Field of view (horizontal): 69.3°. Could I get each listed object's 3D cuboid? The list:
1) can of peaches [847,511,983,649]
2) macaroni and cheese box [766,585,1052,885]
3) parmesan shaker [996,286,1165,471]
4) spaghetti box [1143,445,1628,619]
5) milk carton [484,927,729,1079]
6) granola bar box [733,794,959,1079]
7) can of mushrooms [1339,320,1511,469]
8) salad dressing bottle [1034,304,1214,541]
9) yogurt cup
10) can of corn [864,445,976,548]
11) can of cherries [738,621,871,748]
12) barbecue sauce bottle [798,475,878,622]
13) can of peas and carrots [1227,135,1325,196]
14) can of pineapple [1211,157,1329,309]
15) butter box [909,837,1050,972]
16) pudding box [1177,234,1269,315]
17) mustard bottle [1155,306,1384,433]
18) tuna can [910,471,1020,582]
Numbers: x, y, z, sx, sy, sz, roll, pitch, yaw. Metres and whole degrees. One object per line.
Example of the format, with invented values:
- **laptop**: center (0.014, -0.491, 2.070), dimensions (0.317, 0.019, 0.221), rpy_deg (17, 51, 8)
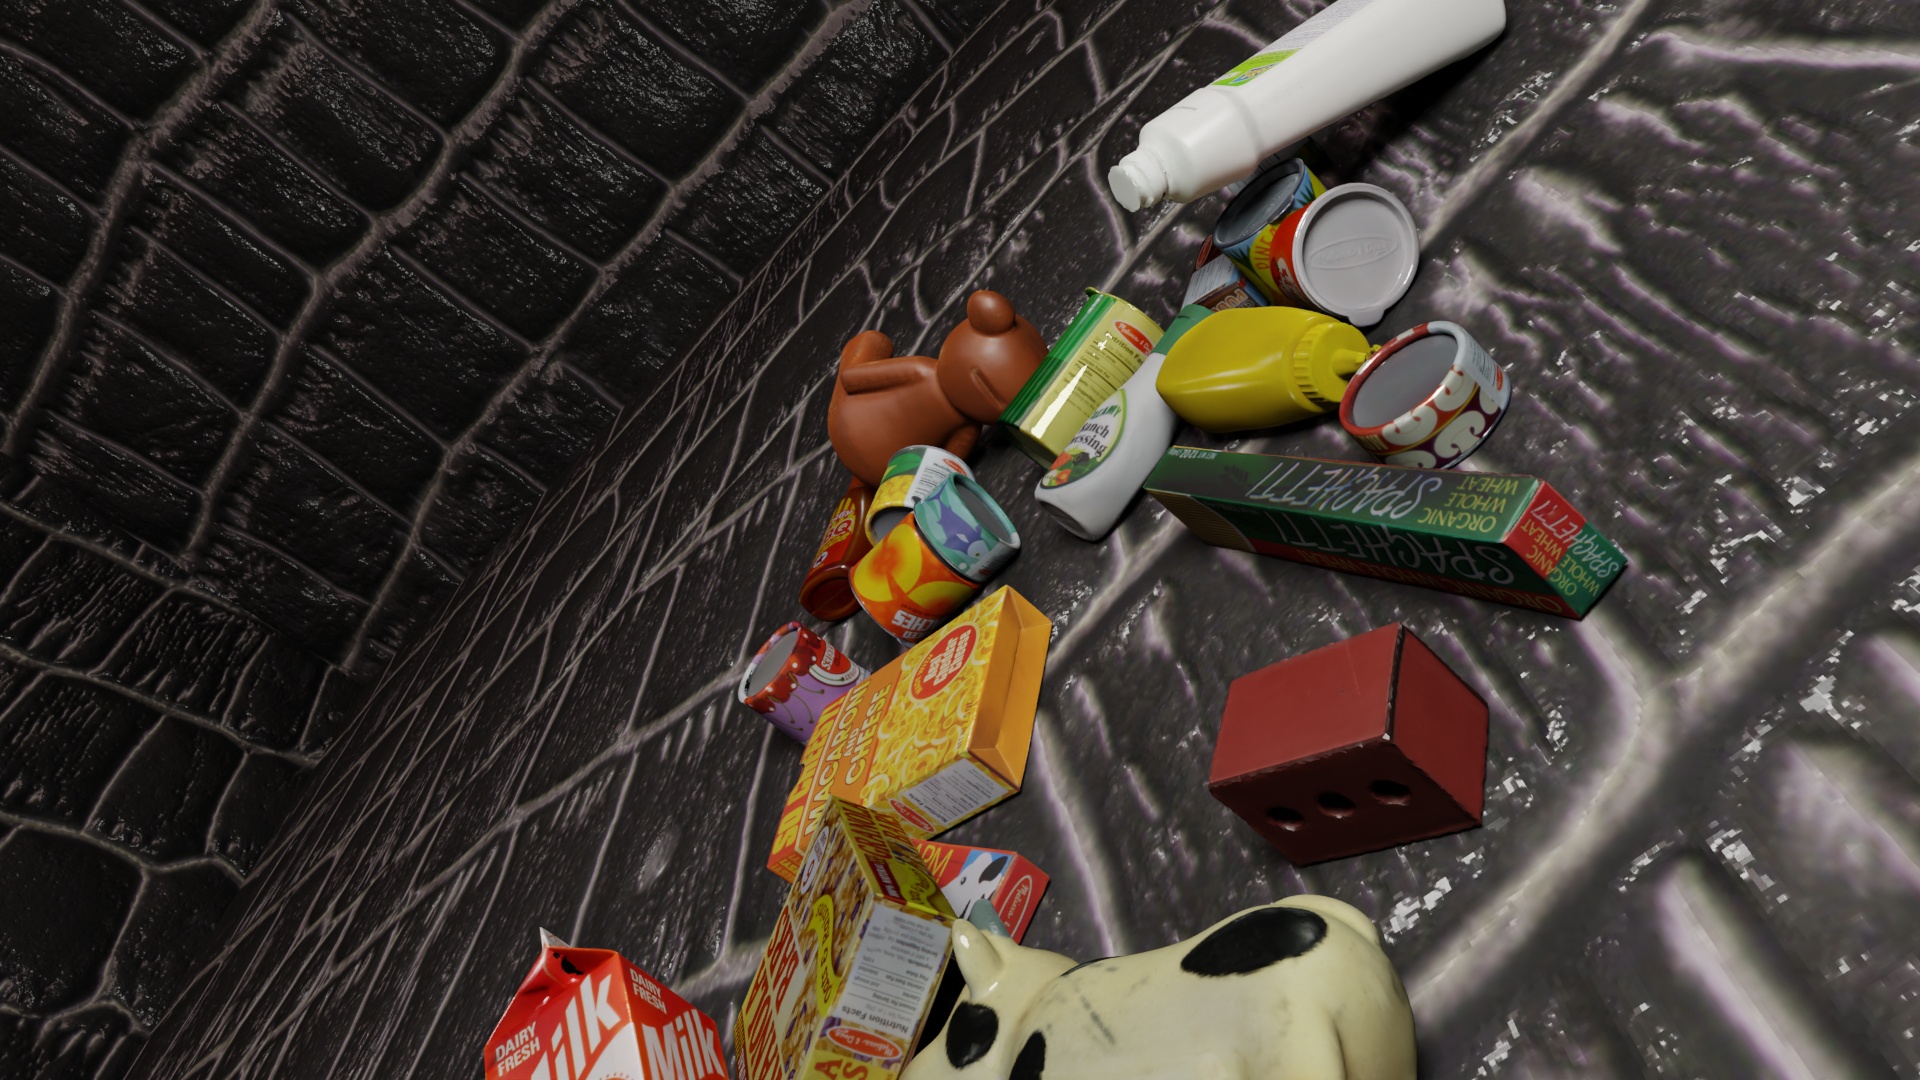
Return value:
- **can of peaches**: center (-0.027, 0.025, 0.880), dimensions (0.058, 0.071, 0.071), rpy_deg (-43, 21, 16)
- **macaroni and cheese box**: center (-0.029, 0.112, 0.766), dimensions (0.166, 0.040, 0.124), rpy_deg (-35, 24, 34)
- **parmesan shaker**: center (0.076, -0.096, 0.868), dimensions (0.103, 0.071, 0.071), rpy_deg (-53, 21, -7)
- **spaghetti box**: center (0.159, -0.010, 0.580), dimensions (0.029, 0.050, 0.250), rpy_deg (-55, 21, -8)
- **milk carton**: center (-0.137, 0.241, 0.559), dimensions (0.073, 0.072, 0.191), rpy_deg (-35, 38, 2)
- **granola bar box**: center (-0.053, 0.187, 0.584), dimensions (0.165, 0.039, 0.124), rpy_deg (-168, 101, -79)
- **can of mushrooms**: center (0.200, -0.060, 0.606), dimensions (0.071, 0.033, 0.071), rpy_deg (-41, 23, 22)
- **salad dressing bottle**: center (0.103, -0.070, 0.805), dimensions (0.148, 0.044, 0.064), rpy_deg (-53, 22, -9)
- **yogurt cup**: center (0.197, -0.150, 0.727), dimensions (0.072, 0.072, 0.054), rpy_deg (-50, 12, 0)
- **can of corn**: center (-0.028, -0.021, 0.959), dimensions (0.071, 0.071, 0.058), rpy_deg (-31, 28, 41)
- **can of cherries**: center (-0.104, 0.094, 0.925), dimensions (0.071, 0.058, 0.072), rpy_deg (-42, 22, 21)
- **barbecue sauce bottle**: center (-0.079, -0.006, 1.069), dimensions (0.064, 0.043, 0.149), rpy_deg (-36, 24, 34)
- **can of peas and carrots**: center (0.196, -0.256, 0.911), dimensions (0.058, 0.071, 0.071), rpy_deg (-43, 22, 20)
- **can of pineapple**: center (0.187, -0.173, 0.791), dimensions (0.071, 0.058, 0.071), rpy_deg (-42, 22, 21)
- **butter box**: center (-0.005, 0.169, 0.643), dimensions (0.103, 0.024, 0.053), rpy_deg (-13, 43, 58)
- **pudding box**: center (0.168, -0.164, 0.854), dimensions (0.049, 0.030, 0.084), rpy_deg (-30, 28, 44)
- **mustard bottle**: center (0.162, -0.087, 0.708), dimensions (0.065, 0.048, 0.160), rpy_deg (-54, 22, -10)
- **tuna can**: center (0.003, -0.011, 0.871), dimensions (0.032, 0.071, 0.071), rpy_deg (-42, 22, 16)
